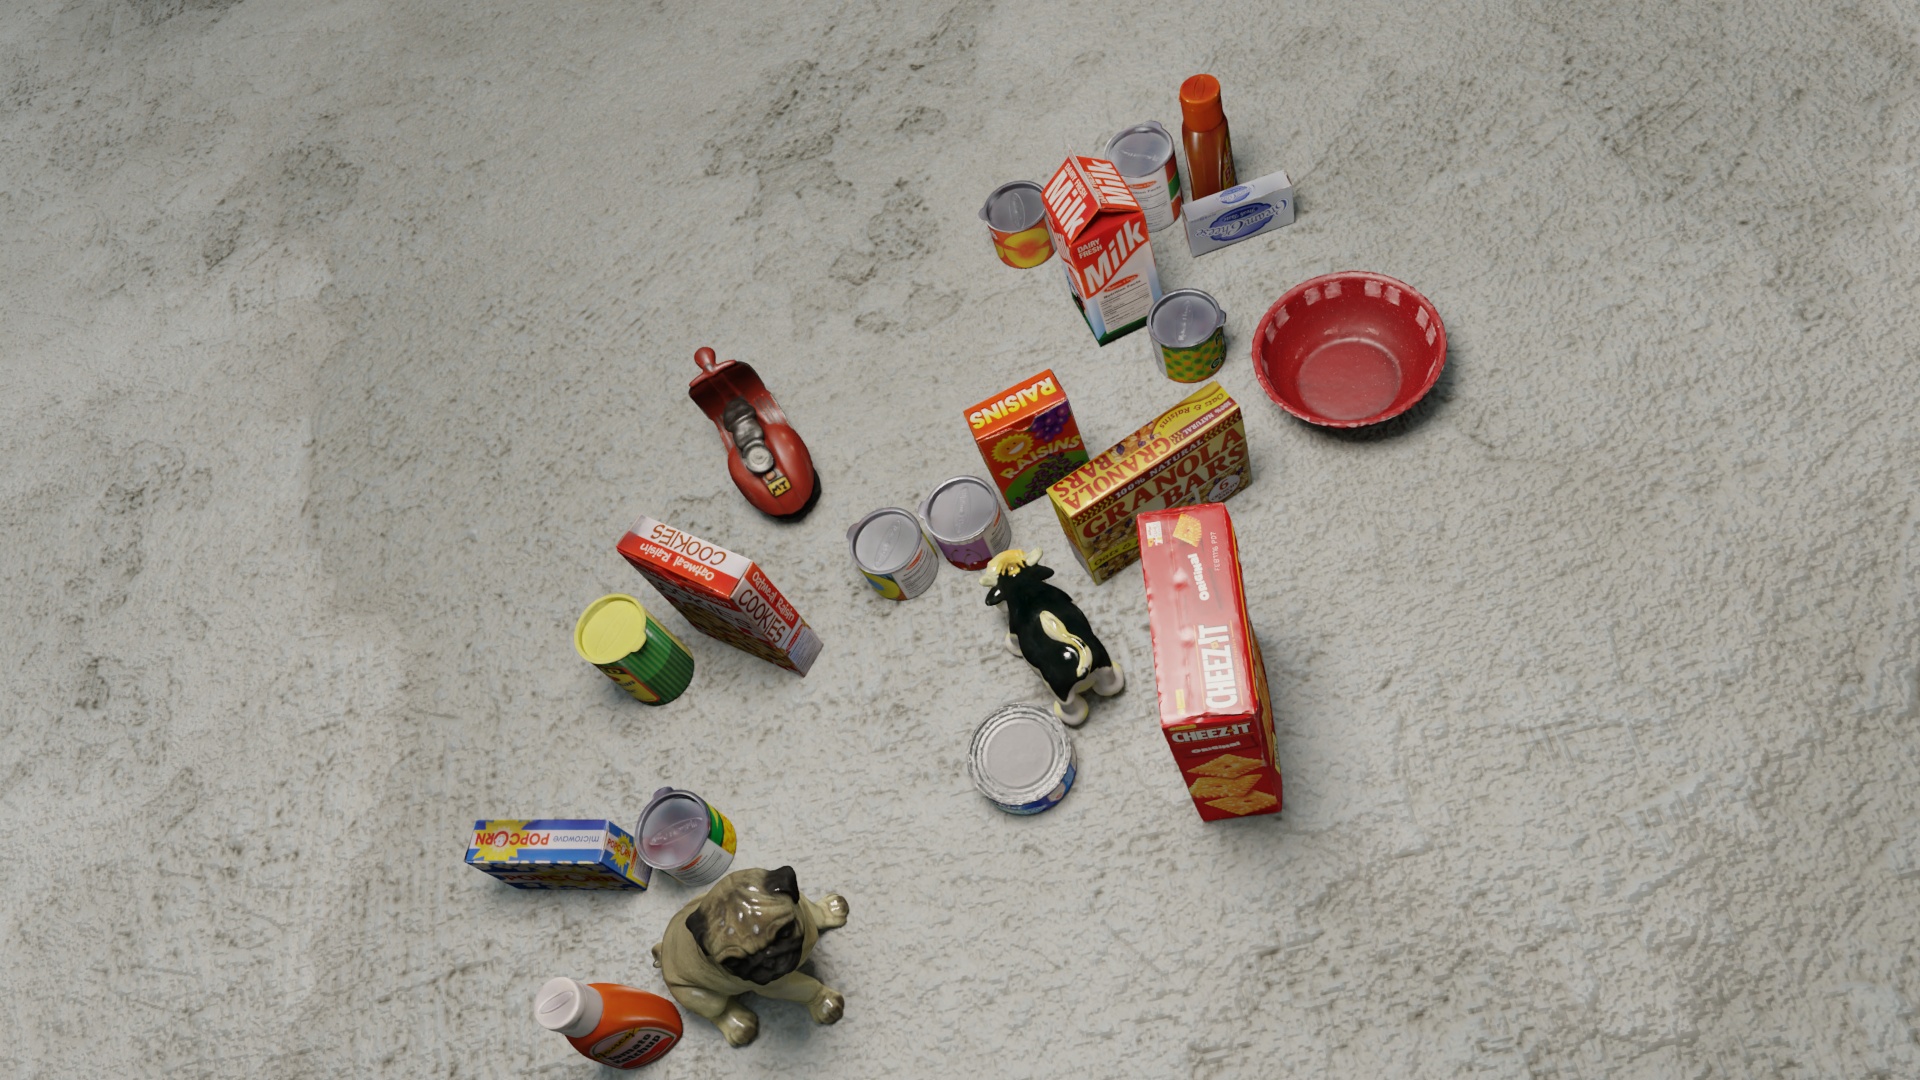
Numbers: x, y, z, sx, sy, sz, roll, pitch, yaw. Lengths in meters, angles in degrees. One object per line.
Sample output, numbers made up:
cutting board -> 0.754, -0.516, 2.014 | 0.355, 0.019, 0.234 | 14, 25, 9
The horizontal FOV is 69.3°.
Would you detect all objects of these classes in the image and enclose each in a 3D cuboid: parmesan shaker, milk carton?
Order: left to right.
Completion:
parmesan shaker -> -0.283, 0.099, 1.223 | 0.071, 0.102, 0.071 | -7, 60, 13
milk carton -> 0.128, -0.269, 1.254 | 0.073, 0.190, 0.072 | -25, 58, 3

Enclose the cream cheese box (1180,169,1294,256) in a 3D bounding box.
cream cheese box -> 0.263, -0.310, 1.317 | 0.104, 0.053, 0.024 | -19, 58, 6

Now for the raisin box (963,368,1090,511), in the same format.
raisin box -> 0.060, -0.086, 1.211 | 0.086, 0.123, 0.040 | -25, 58, 2

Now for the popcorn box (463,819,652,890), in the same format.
popcorn box -> -0.332, 0.262, 1.157 | 0.127, 0.085, 0.038 | -3, 61, 15

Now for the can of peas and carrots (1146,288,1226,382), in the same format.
can of peas and carrots -> 0.208, -0.185, 1.260 | 0.071, 0.058, 0.071 | -7, 60, 13

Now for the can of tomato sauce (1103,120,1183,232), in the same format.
can of tomato sauce -> 0.179, -0.352, 1.348 | 0.071, 0.082, 0.071 | -7, 60, 13

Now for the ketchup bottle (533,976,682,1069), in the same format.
ketchup bottle -> -0.268, 0.360, 1.045 | 0.065, 0.148, 0.044 | -31, 58, -1

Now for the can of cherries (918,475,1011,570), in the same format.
can of cherries -> 0.004, -0.015, 1.227 | 0.071, 0.058, 0.072 | -7, 60, 13

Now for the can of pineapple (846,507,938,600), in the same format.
can of pineapple -> -0.059, 0.011, 1.231 | 0.071, 0.057, 0.071 | -7, 60, 13

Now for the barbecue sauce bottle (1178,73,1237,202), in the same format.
barbecue sauce bottle -> 0.232, -0.371, 1.304 | 0.043, 0.148, 0.065 | 3, 63, 18

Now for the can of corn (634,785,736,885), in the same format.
can of corn -> -0.227, 0.245, 1.151 | 0.071, 0.058, 0.071 | -7, 60, 13

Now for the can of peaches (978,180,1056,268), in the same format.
can of peaches -> 0.059, -0.312, 1.377 | 0.071, 0.058, 0.071 | -7, 60, 13

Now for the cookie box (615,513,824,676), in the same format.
cookie box -> -0.203, 0.050, 1.188 | 0.123, 0.167, 0.040 | 20, 70, 26

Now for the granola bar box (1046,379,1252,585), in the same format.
granola bar box -> 0.162, -0.045, 1.157 | 0.166, 0.123, 0.039 | -33, 58, -3
